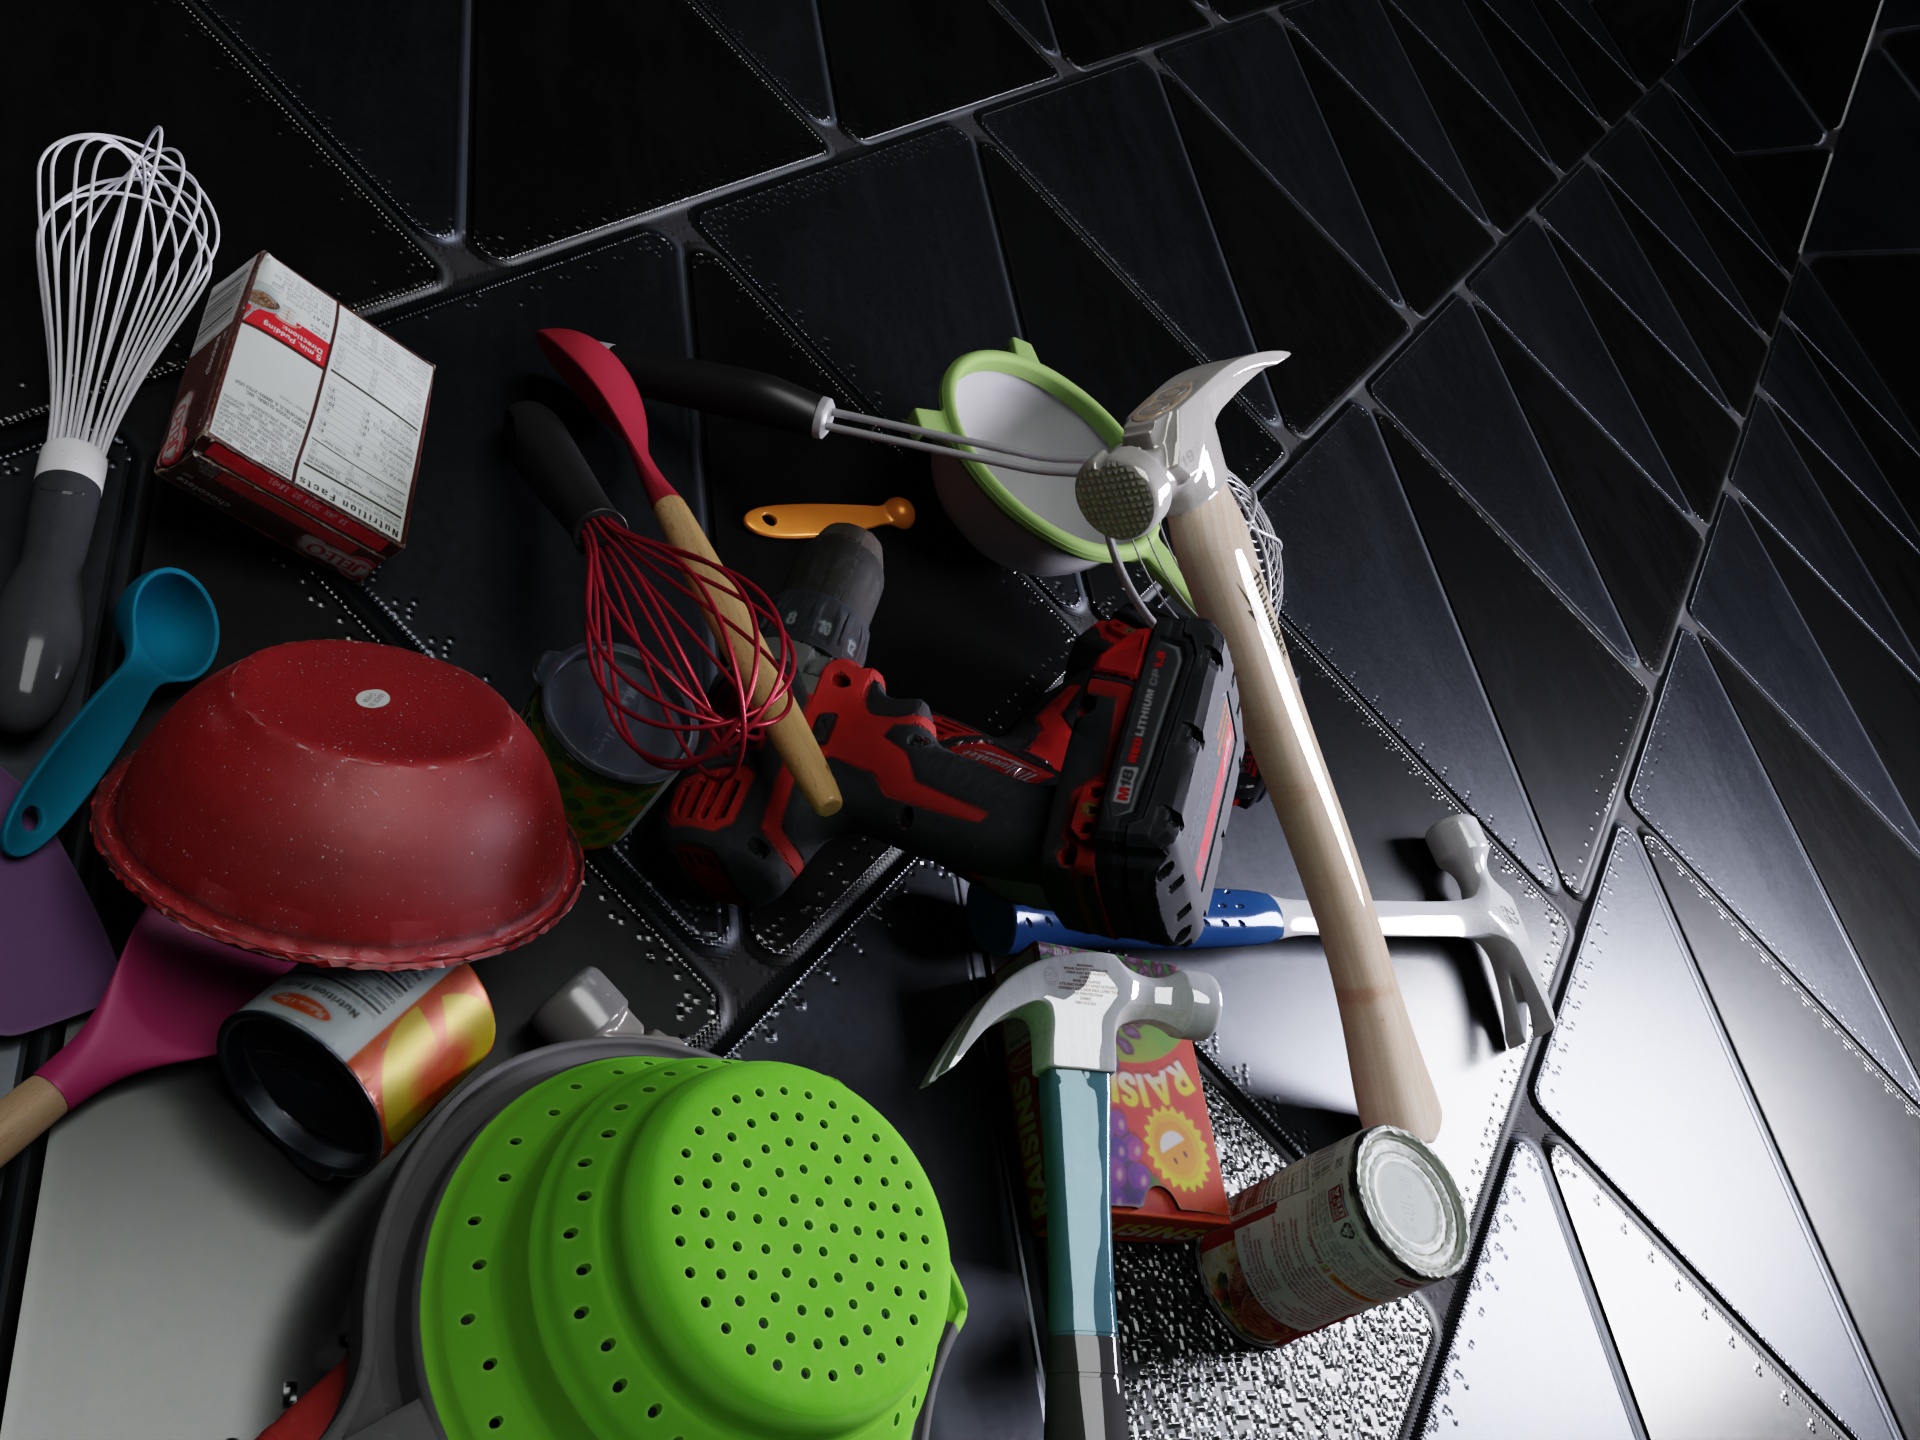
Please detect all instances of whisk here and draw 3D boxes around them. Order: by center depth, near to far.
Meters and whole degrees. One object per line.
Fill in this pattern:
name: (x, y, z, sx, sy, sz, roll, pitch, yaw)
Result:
whisk: (-0.332, -0.120, 0.602, 0.070, 0.070, 0.285, 14, 55, -32)
whisk: (-0.139, -0.068, 0.643, 0.073, 0.073, 0.296, 8, 26, -36)

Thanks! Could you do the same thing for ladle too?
ladle: (-0.119, -0.076, 0.689, 0.316, 0.031, 0.069, 57, -1, 35)

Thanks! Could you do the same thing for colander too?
colander: (-0.122, 0.186, 0.429, 0.397, 0.094, 0.205, -14, 66, -49)

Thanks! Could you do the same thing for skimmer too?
skimmer: (-0.012, -0.115, 0.800, 0.363, 0.090, 0.127, 14, 48, 6)

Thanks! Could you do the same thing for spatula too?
spatula: (-0.370, -0.035, 0.527, 0.059, 0.018, 0.316, -18, 71, -52)

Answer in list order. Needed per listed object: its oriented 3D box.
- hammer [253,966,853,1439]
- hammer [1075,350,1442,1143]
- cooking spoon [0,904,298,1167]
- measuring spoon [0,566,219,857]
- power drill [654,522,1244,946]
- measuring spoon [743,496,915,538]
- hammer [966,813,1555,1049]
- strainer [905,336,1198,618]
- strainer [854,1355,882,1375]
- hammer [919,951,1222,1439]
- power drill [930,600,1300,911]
hammer: (-0.179, 0.222, 0.466, 0.149, 0.036, 0.359, 48, 40, 2)
hammer: (0.167, 0.032, 0.755, 0.146, 0.038, 0.410, -45, 121, -41)
cooking spoon: (-0.289, 0.126, 0.464, 0.068, 0.017, 0.319, 56, 39, -13)
measuring spoon: (-0.301, -0.003, 0.552, 0.129, 0.021, 0.042, -77, 156, -43)
power drill: (-0.001, -0.002, 0.665, 0.080, 0.227, 0.188, 68, 34, -51)
measuring spoon: (-0.067, -0.109, 0.844, 0.117, 0.011, 0.021, -11, 66, -44)
hammer: (0.176, 0.110, 0.852, 0.405, 0.035, 0.144, 6, 55, -37)
strainer: (0.074, -0.097, 0.908, 0.256, 0.069, 0.151, 44, 38, -3)
strainer: (-0.087, 0.267, 0.505, 0.258, 0.050, 0.087, -23, 78, -53)
hammer: (0.048, 0.247, 0.599, 0.128, 0.033, 0.331, 10, 60, -18)
power drill: (0.069, 0.021, 0.768, 0.143, 0.078, 0.219, 27, 33, 28)
